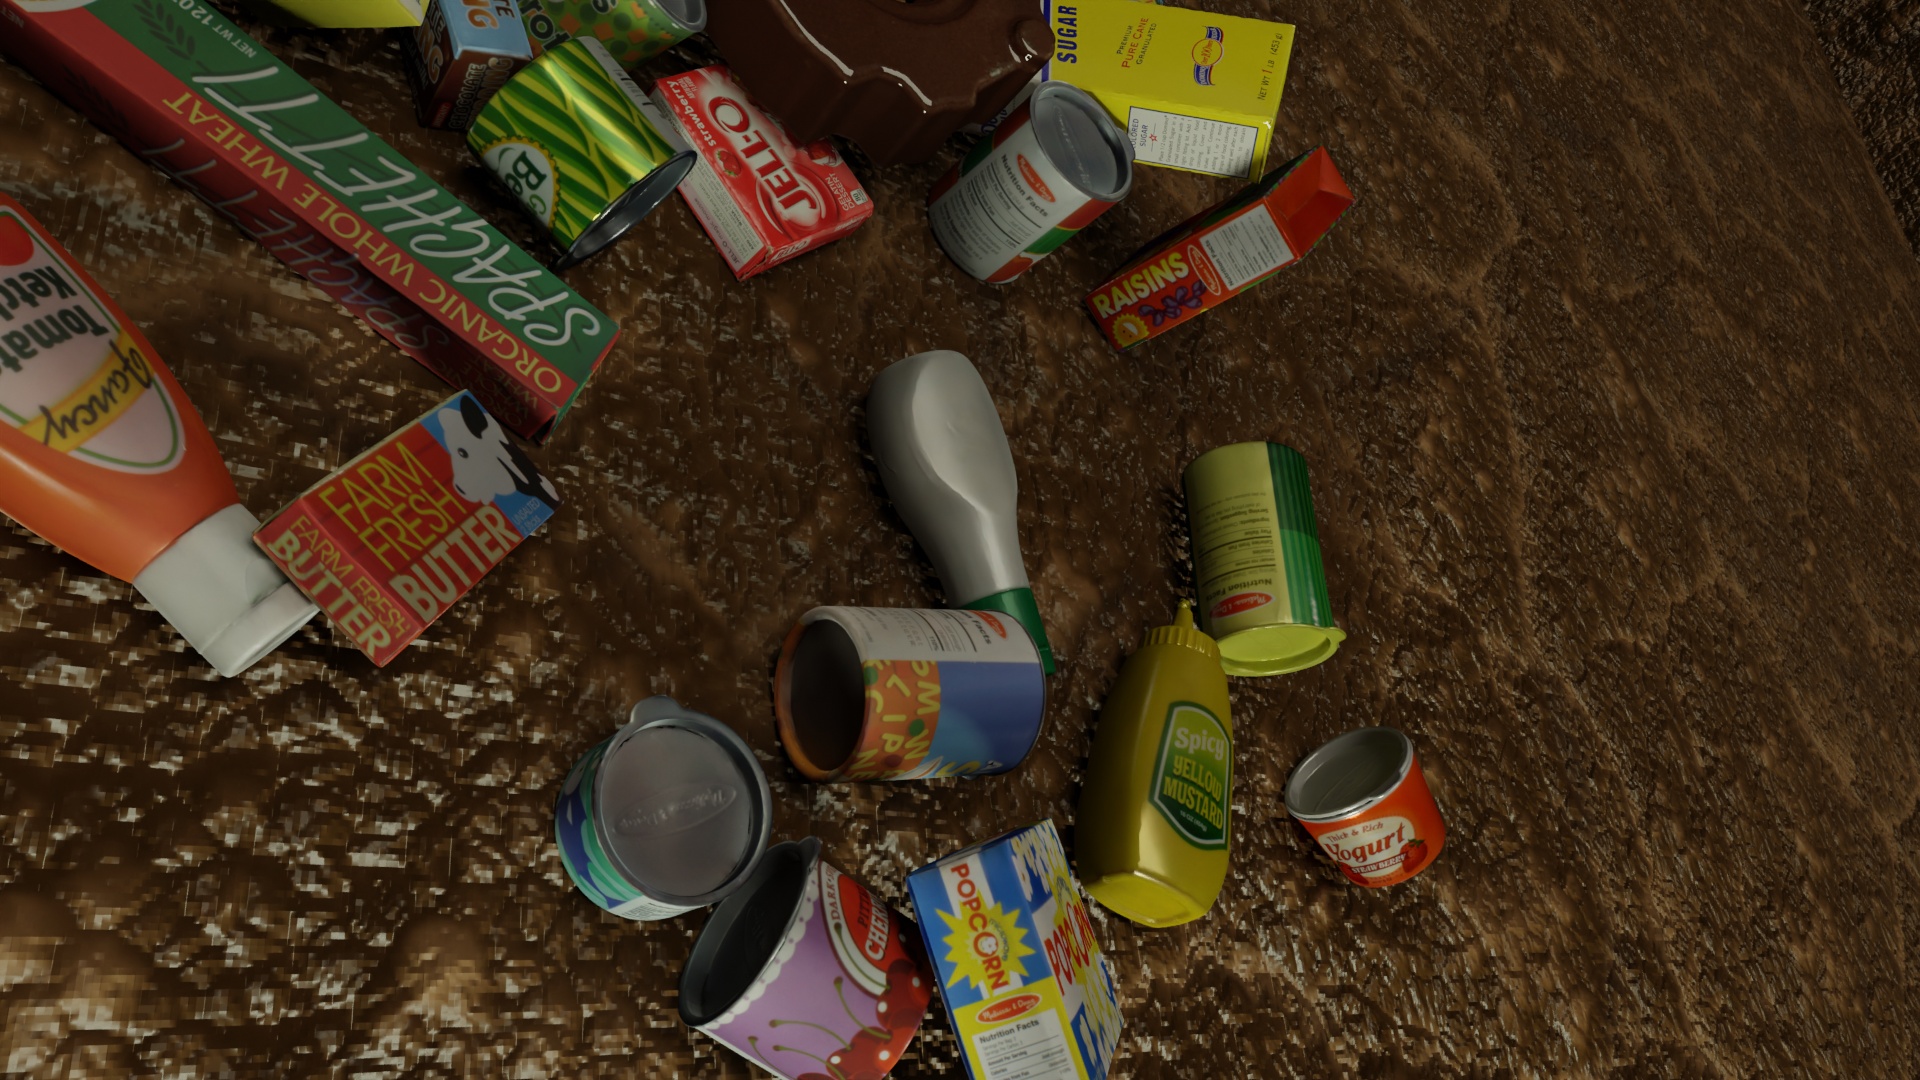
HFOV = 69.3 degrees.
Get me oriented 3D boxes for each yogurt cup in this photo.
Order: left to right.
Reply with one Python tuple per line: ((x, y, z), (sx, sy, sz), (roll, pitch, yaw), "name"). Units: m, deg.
((0.202, 0.133, 0.687), (0.054, 0.072, 0.073), (56, 44, -14), "yogurt cup")

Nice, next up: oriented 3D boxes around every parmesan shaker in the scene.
((0.153, 0.009, 0.703), (0.071, 0.071, 0.103), (18, 57, -33), "parmesan shaker")

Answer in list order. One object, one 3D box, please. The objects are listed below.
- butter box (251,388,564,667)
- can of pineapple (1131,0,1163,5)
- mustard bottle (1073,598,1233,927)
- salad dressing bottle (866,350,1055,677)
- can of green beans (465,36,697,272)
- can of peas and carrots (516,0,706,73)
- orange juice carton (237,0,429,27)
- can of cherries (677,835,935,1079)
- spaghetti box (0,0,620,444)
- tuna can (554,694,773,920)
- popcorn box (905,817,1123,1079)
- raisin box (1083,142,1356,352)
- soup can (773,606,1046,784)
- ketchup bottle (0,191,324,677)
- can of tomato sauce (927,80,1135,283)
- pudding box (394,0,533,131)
((-0.169, -0.007, 0.438), (0.053, 0.024, 0.104), (51, 21, -14), "butter box")
((0.090, -0.285, 0.807), (0.071, 0.070, 0.058), (12, 61, -36), "can of pineapple")
((0.092, 0.088, 0.625), (0.065, 0.048, 0.161), (34, 50, -25), "mustard bottle")
((0.002, -0.008, 0.603), (0.064, 0.044, 0.148), (-5, 72, -44), "salad dressing bottle")
((-0.145, -0.149, 0.534), (0.058, 0.071, 0.071), (49, 45, -9), "can of green beans")
((-0.146, -0.223, 0.560), (0.070, 0.058, 0.071), (53, 23, -34), "can of peas and carrots")
((-0.213, -0.283, 0.488), (0.071, 0.073, 0.193), (48, 50, -67), "orange juice carton")
((-0.048, 0.141, 0.460), (0.058, 0.071, 0.072), (39, 48, -19), "can of cherries")
((-0.231, -0.129, 0.475), (0.250, 0.028, 0.050), (39, 49, -19), "spaghetti box")
((-0.101, 0.090, 0.468), (0.071, 0.032, 0.071), (20, 56, -33), "tuna can")
((0.023, 0.147, 0.492), (0.126, 0.038, 0.085), (39, 30, -77), "popcorn box")
((0.136, -0.153, 0.737), (0.040, 0.123, 0.086), (56, 45, -12), "raisin box")
((-0.020, 0.061, 0.532), (0.084, 0.071, 0.071), (4, 66, -39), "soup can")
((-0.248, -0.027, 0.396), (0.148, 0.043, 0.065), (50, 39, -10), "ketchup bottle")
((0.035, -0.176, 0.691), (0.071, 0.082, 0.071), (20, 56, -33), "can of tomato sauce")
((-0.195, -0.206, 0.532), (0.030, 0.049, 0.084), (-8, 73, -41), "pudding box")
